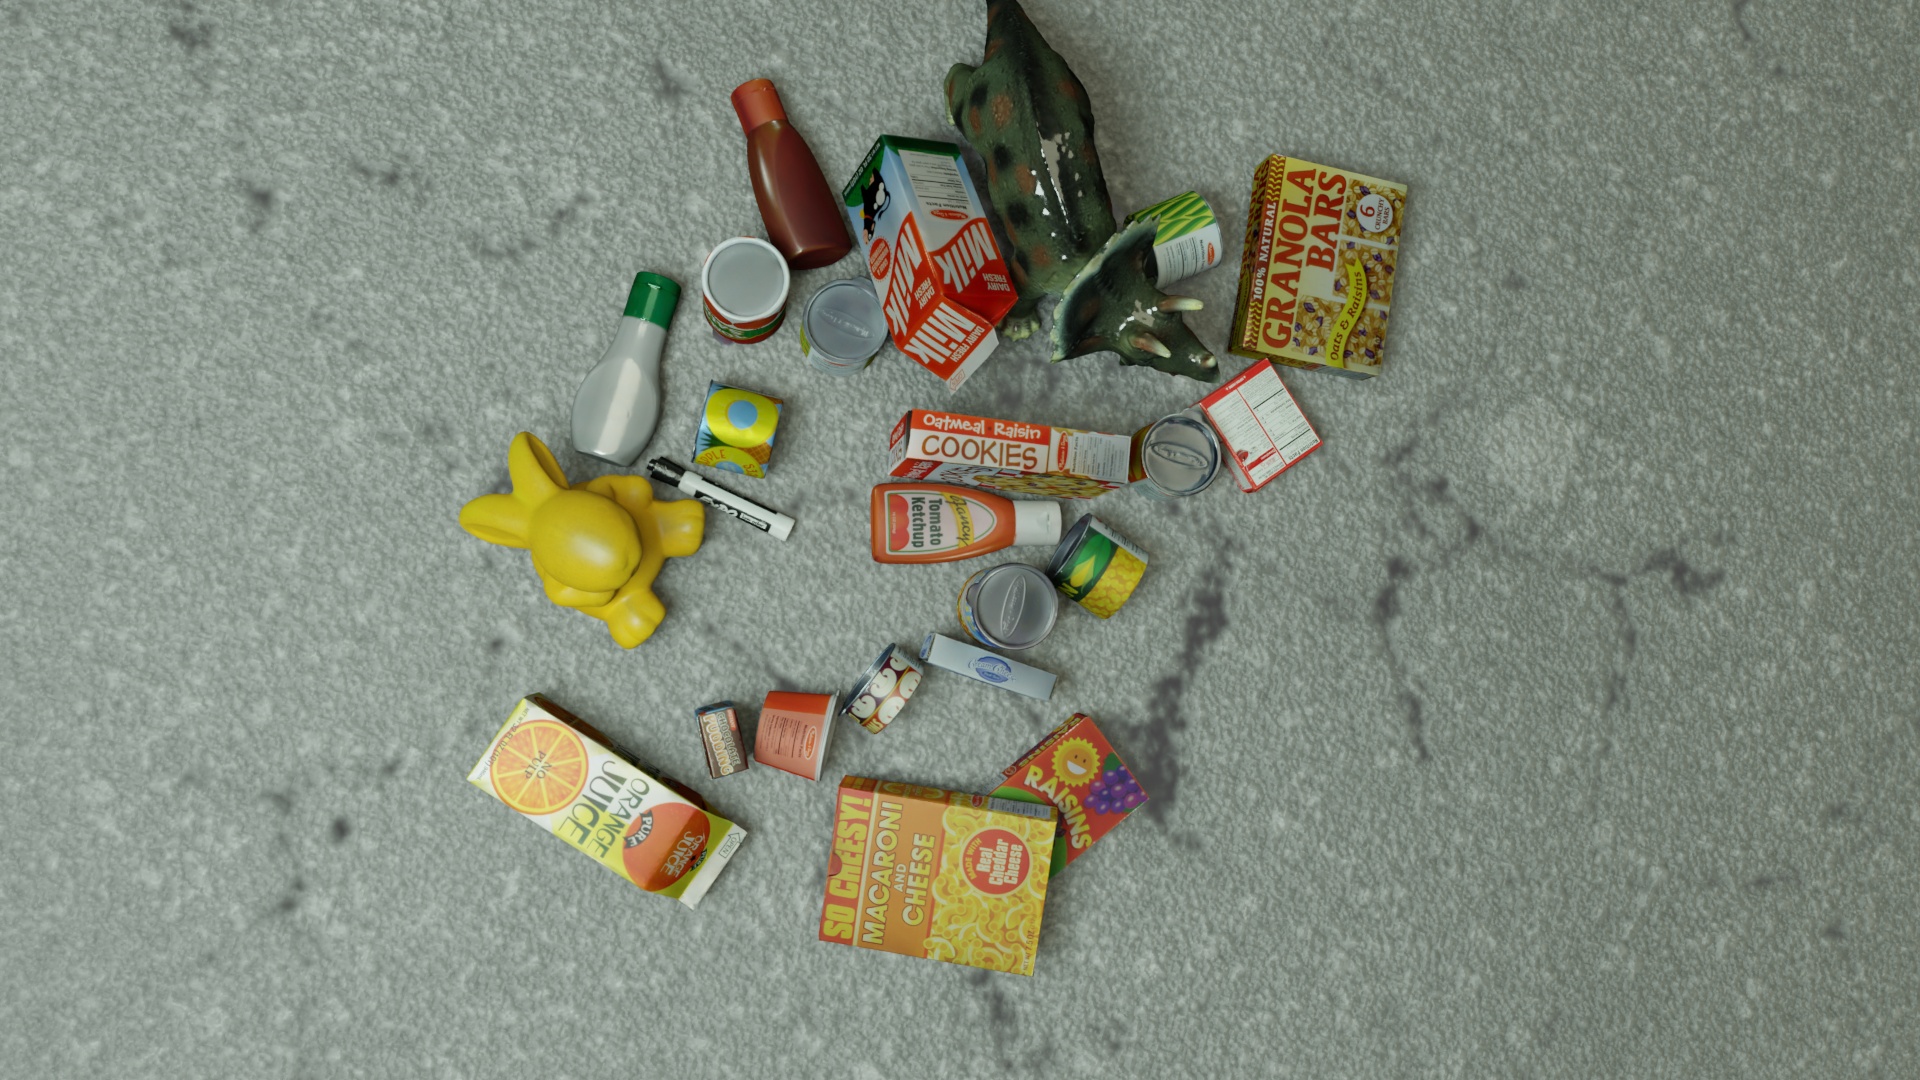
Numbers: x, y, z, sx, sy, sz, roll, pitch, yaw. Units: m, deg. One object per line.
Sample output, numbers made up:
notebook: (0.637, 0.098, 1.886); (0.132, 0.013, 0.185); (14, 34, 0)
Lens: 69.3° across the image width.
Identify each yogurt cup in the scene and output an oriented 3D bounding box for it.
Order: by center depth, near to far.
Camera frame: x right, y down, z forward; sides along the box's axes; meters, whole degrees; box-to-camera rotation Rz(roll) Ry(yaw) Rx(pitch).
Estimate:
yogurt cup: (-0.126, 0.146, 1.060); (0.054, 0.072, 0.072); (11, 85, 0)

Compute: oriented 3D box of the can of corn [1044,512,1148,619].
can of corn: (0.107, 0.023, 1.104); (0.058, 0.071, 0.071); (33, 82, -6)

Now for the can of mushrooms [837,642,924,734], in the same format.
can of mushrooms: (-0.061, 0.116, 1.070); (0.033, 0.071, 0.071); (39, 82, -6)

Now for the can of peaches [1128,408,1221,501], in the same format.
can of peaches: (0.171, -0.068, 1.124); (0.071, 0.058, 0.071); (1, 86, -9)

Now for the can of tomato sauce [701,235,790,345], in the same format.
can of tomato sauce: (-0.166, -0.189, 1.063); (0.071, 0.083, 0.071); (1, 86, -9)

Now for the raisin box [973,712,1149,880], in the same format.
raisin box: (0.075, 0.207, 1.101); (0.123, 0.040, 0.086); (-37, 92, -8)

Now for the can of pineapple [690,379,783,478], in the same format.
can of pineapple: (-0.171, -0.083, 1.064); (0.058, 0.071, 0.071); (13, 85, -8)

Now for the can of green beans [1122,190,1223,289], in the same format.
can of green beans: (0.172, -0.244, 1.131); (0.058, 0.071, 0.071); (-23, 91, -9)

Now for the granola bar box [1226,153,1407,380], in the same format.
granola bar box: (0.299, -0.227, 1.164); (0.124, 0.039, 0.165); (10, 85, -9)

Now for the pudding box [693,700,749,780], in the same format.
pudding box: (-0.180, 0.148, 1.040); (0.030, 0.083, 0.049); (-14, 89, -12)

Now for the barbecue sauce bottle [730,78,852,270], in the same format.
barbecue sauce bottle: (-0.138, -0.288, 1.090); (0.065, 0.043, 0.148); (-16, 82, -47)

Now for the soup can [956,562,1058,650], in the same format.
soup can: (0.032, 0.051, 1.081); (0.071, 0.083, 0.071); (1, 86, -9)

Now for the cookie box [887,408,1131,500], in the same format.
cookie box: (0.033, -0.065, 1.068); (0.167, 0.123, 0.040); (7, 85, -9)

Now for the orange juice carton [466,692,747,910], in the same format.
orange juice carton: (-0.258, 0.195, 1.030); (0.192, 0.073, 0.072); (34, 82, -6)

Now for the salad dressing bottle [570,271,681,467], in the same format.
salad dressing bottle: (-0.253, -0.132, 1.067); (0.064, 0.044, 0.148); (17, 83, -6)

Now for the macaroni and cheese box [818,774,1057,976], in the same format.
macaroni and cheese box: (-0.017, 0.253, 1.056); (0.166, 0.040, 0.123); (8, 96, 3)

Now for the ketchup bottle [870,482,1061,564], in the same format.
ketchup bottle: (0.004, -0.014, 1.101); (0.149, 0.043, 0.064); (0, 87, -10)

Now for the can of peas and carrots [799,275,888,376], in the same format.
can of peas and carrots: (-0.091, -0.168, 1.087); (0.071, 0.058, 0.071); (1, 86, -10)

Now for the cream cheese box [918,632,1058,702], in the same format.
cream cheese box: (0.021, 0.100, 1.091); (0.104, 0.053, 0.024); (19, 82, -8)

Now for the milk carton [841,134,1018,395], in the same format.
milk carton: (-0.019, -0.208, 1.053); (0.073, 0.072, 0.191); (-4, 63, -36)
